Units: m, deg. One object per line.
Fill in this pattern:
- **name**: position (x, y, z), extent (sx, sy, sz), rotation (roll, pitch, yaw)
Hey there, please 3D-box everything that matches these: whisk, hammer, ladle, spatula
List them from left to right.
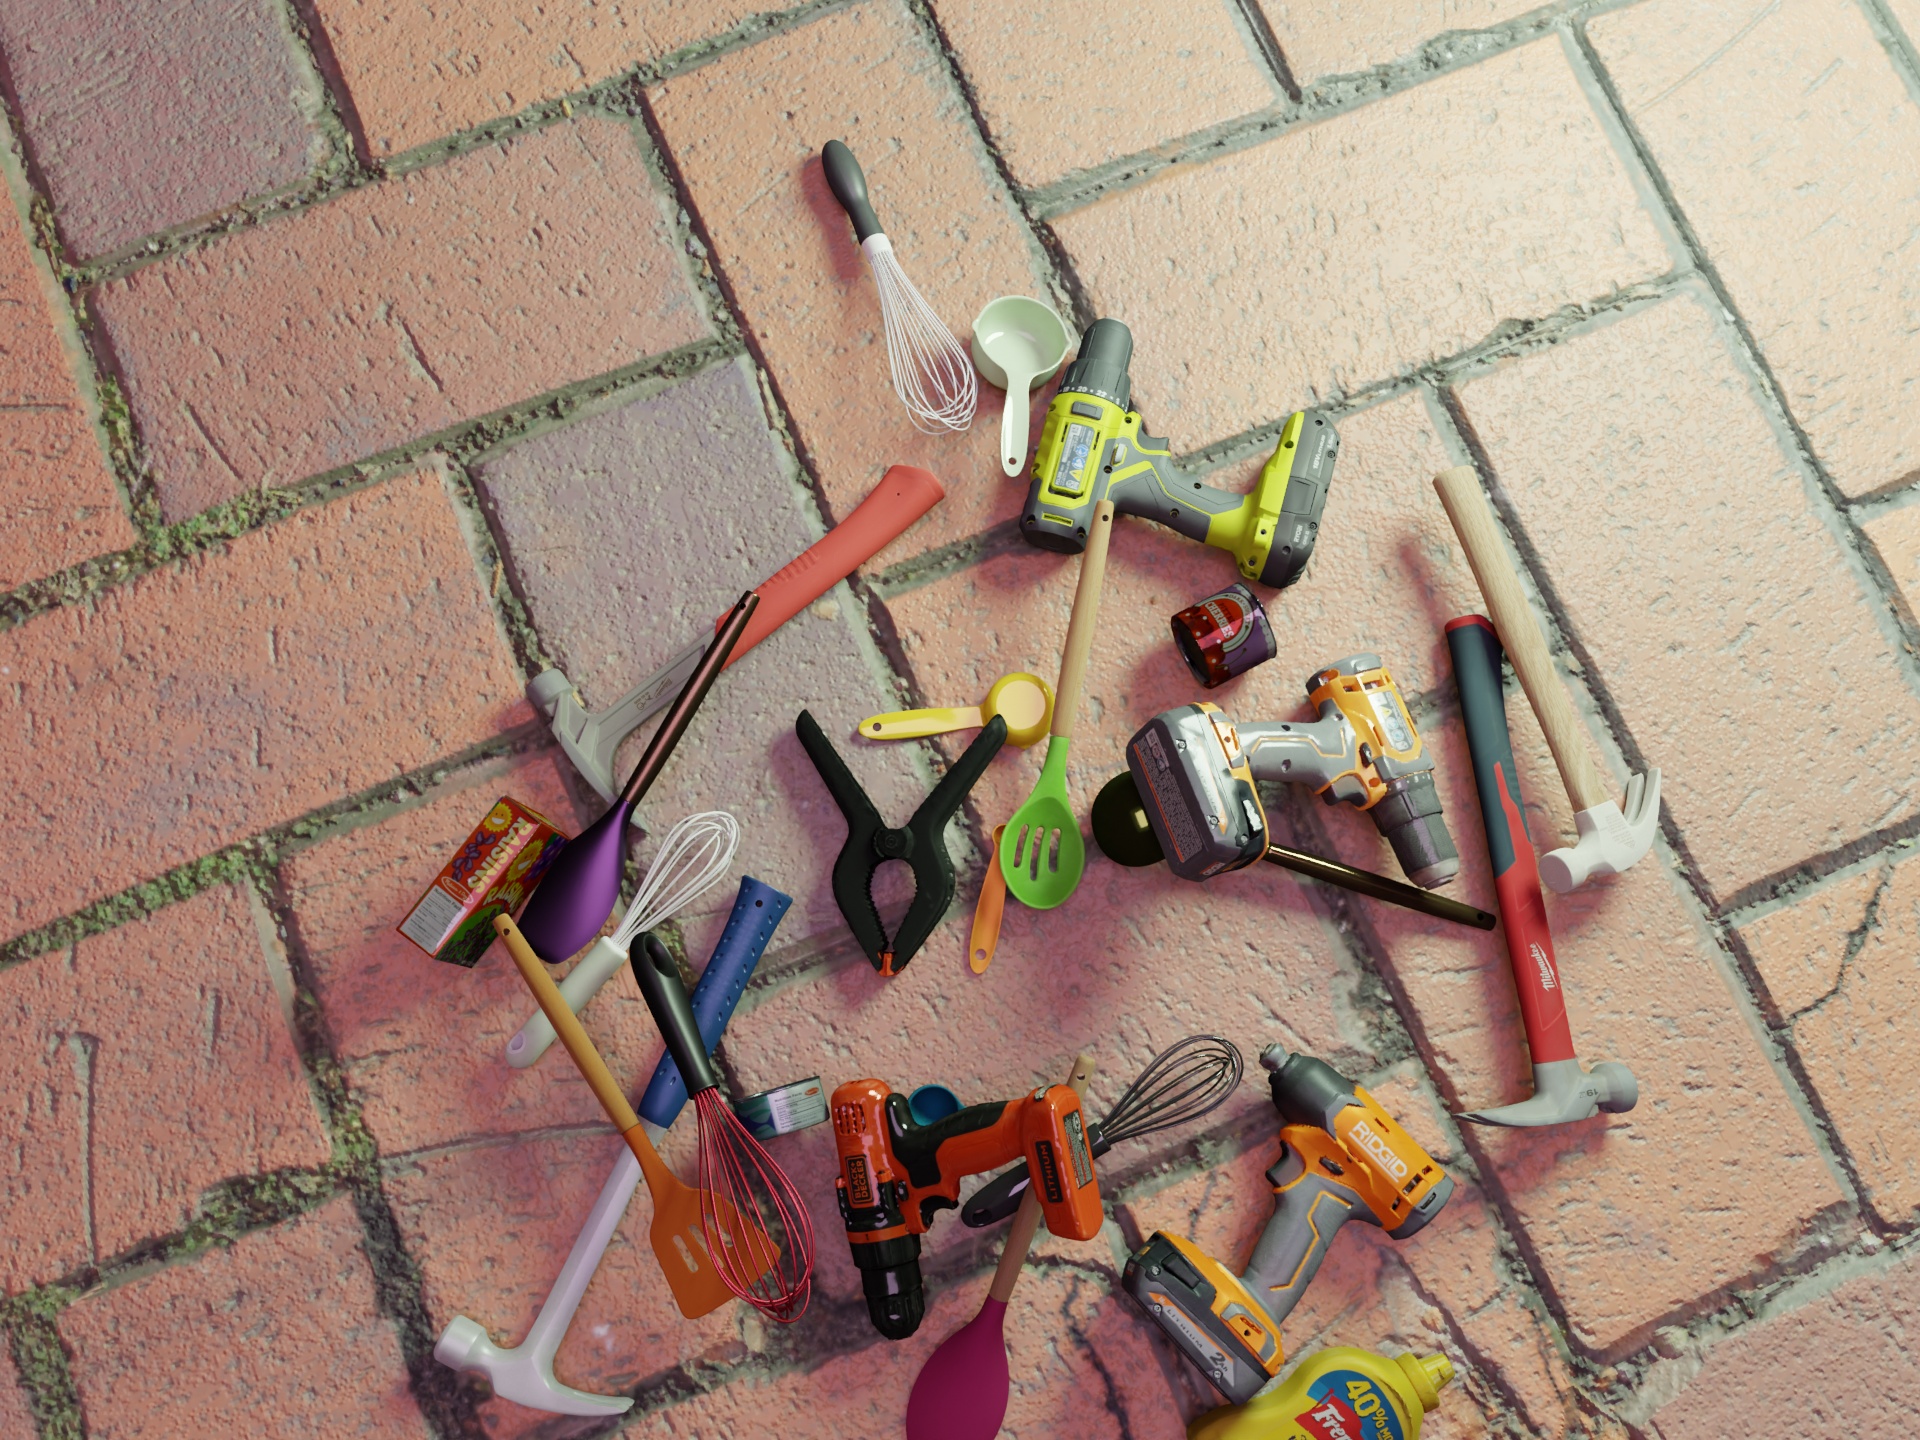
- **spatula**: position (-0.249, 0.276, 1.150), extent (0.081, 0.041, 0.323), rotation (-34, 77, -7)
- **whisk**: position (-0.254, 0.165, 1.198), extent (0.246, 0.059, 0.058), rotation (-49, 47, -5)
- **spatula**: position (-0.235, 0.040, 1.197), extent (0.060, 0.018, 0.316), rotation (29, 84, 9)
- **hammer**: position (-0.227, 0.308, 1.172), extent (0.144, 0.035, 0.405), rotation (25, 80, 4)
- **whisk**: position (-0.173, 0.279, 1.116), extent (0.073, 0.073, 0.296), rotation (-25, 68, -5)
- **hammer**: position (-0.155, -0.074, 1.247), extent (0.359, 0.036, 0.149), rotation (-38, 82, -7)
- **whisk**: position (-0.057, -0.357, 1.295), extent (0.070, 0.070, 0.285), rotation (-22, 76, -5)
- **whisk**: position (0.102, 0.304, 1.168), extent (0.239, 0.055, 0.055), rotation (-32, 81, 1)
- **ladle**: position (0.255, 0.111, 1.220), extent (0.320, 0.062, 0.078), rotation (18, 70, -4)
- **hammer**: position (0.406, 0.108, 1.204), extent (0.143, 0.038, 0.386), rotation (-3, 76, -18)
- **hammer**: position (0.442, -0.042, 1.221), extent (0.130, 0.031, 0.331), rotation (-16, 81, -27)

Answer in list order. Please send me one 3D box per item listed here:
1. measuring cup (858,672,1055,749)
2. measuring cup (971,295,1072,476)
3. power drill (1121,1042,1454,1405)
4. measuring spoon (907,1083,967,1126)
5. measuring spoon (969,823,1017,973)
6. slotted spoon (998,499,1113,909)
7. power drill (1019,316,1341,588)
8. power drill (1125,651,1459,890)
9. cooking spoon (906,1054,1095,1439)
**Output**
- **measuring cup**: position (-0.002, -0.004, 1.237), extent (0.156, 0.029, 0.062), rotation (-7, 79, -4)
- **measuring cup**: position (0.042, -0.260, 1.269), extent (0.083, 0.038, 0.168), rotation (8, 68, -9)
- **power drill**: position (0.223, 0.354, 1.148), extent (0.226, 0.084, 0.164), rotation (-42, 81, -12)
- **measuring spoon**: position (0.020, 0.298, 1.190), extent (0.128, 0.021, 0.042), rotation (11, 91, -8)
- **measuring spoon**: position (0.024, 0.137, 1.223), extent (0.021, 0.011, 0.117), rotation (12, 83, -3)
- **slotted spoon**: position (0.083, -0.013, 1.212), extent (0.070, 0.031, 0.314), rotation (10, 91, -16)
- **power drill**: position (0.175, -0.209, 1.258), extent (0.228, 0.080, 0.190), rotation (15, 80, 5)
- **power drill**: position (0.255, 0.055, 1.174), extent (0.226, 0.084, 0.185), rotation (-12, 71, -25)
- **cooking spoon**: position (0.036, 0.391, 1.143), extent (0.069, 0.017, 0.319), rotation (20, 90, 5)
